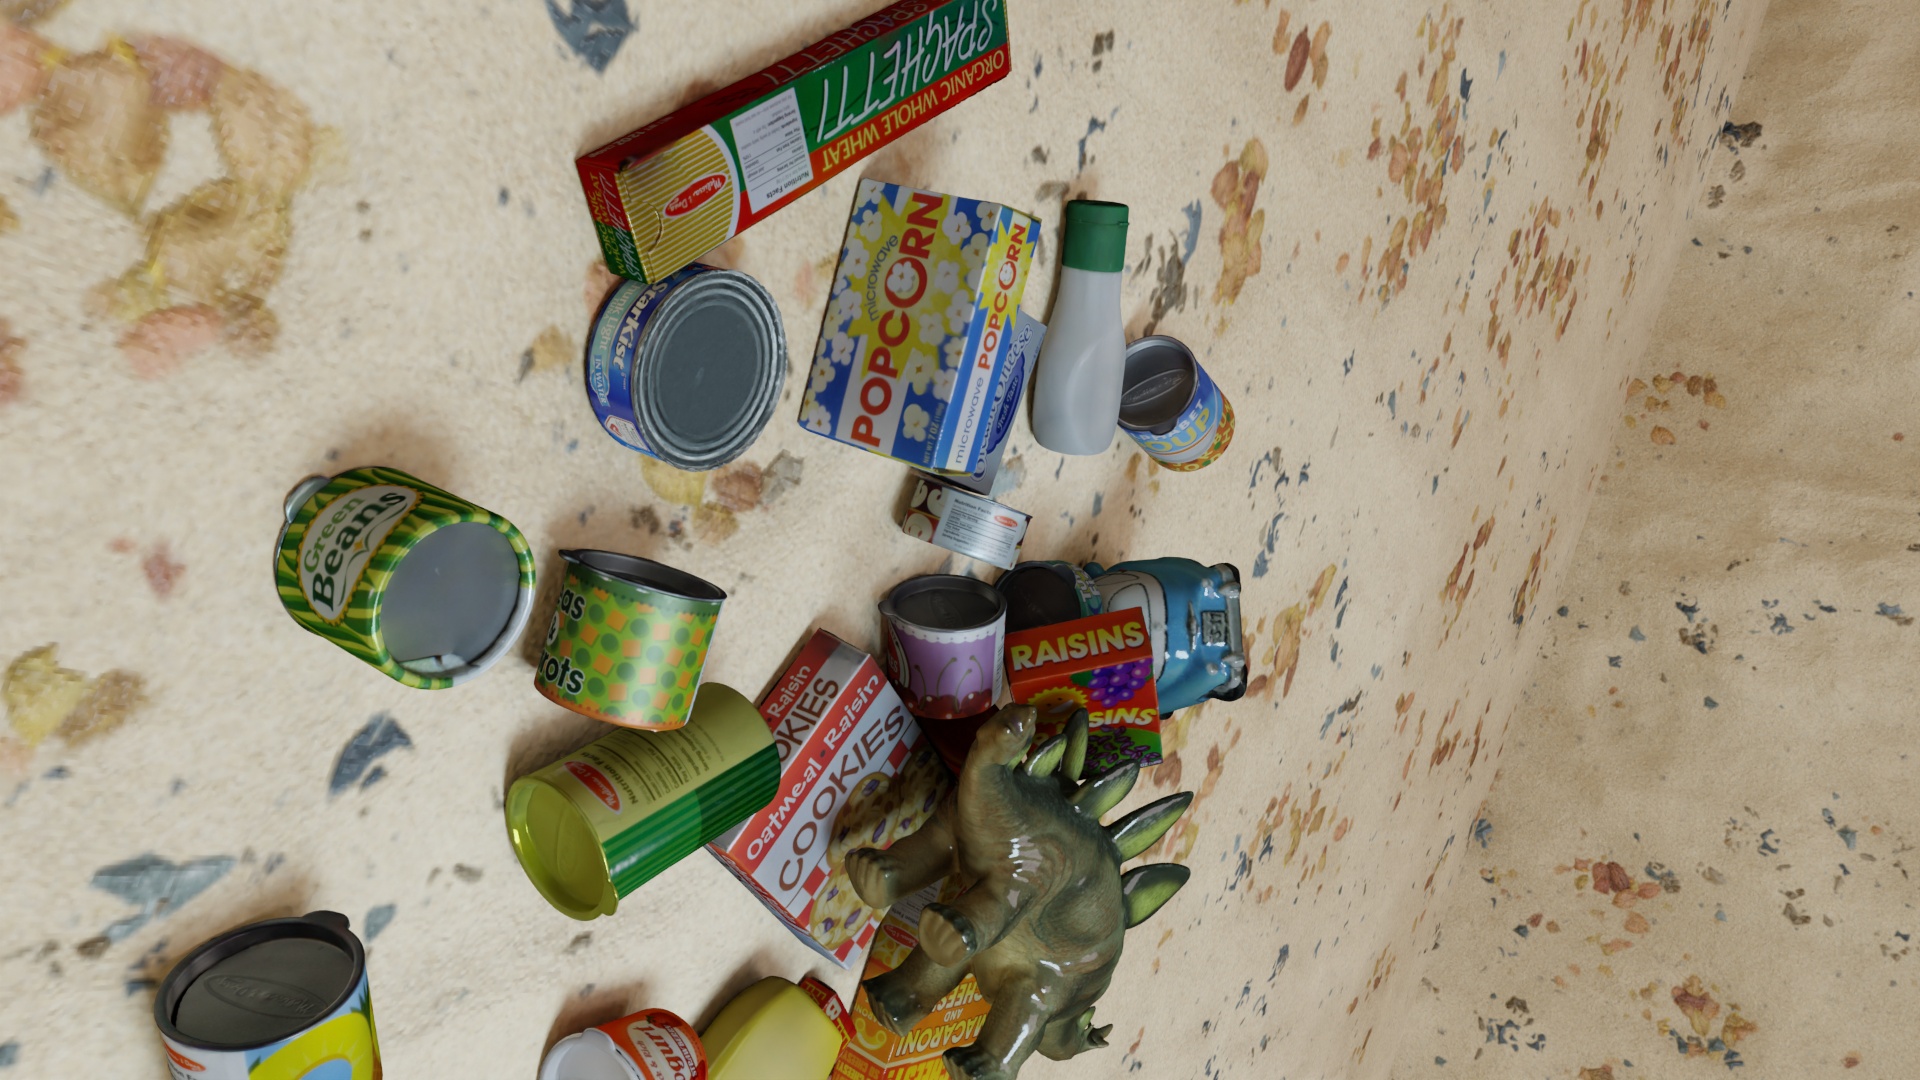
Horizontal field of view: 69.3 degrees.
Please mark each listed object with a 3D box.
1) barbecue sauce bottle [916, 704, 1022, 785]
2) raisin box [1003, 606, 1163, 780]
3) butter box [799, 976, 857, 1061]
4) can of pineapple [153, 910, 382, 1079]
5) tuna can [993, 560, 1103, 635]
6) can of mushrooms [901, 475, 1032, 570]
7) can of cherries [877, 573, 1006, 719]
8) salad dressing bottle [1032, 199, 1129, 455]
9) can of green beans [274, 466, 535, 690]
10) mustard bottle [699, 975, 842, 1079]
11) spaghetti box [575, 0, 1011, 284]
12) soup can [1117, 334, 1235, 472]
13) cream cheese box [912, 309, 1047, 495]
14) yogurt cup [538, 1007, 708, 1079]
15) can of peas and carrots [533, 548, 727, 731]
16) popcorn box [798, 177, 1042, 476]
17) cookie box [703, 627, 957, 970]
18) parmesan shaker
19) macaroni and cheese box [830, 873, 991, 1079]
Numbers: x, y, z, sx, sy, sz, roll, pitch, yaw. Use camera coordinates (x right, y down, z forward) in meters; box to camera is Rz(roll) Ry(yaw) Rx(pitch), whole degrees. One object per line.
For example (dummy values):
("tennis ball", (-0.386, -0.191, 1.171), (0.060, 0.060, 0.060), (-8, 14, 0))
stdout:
("barbecue sauce bottle", (0.016, 0.144, 0.864), (0.044, 0.065, 0.148), (-41, 149, -13))
("raisin box", (0.075, 0.096, 0.836), (0.122, 0.086, 0.040), (75, 4, -51))
("butter box", (-0.104, 0.309, 0.802), (0.104, 0.024, 0.053), (-49, 142, -30))
("can of pineapple", (-0.241, 0.177, 0.493), (0.071, 0.071, 0.057), (-26, 128, -48))
("tuna can", (0.054, 0.043, 0.860), (0.033, 0.071, 0.071), (0, 106, -57))
("can of mushrooms", (0.003, -0.010, 0.762), (0.071, 0.071, 0.033), (17, 92, -57))
("can of cherries", (-0.011, 0.059, 0.777), (0.072, 0.071, 0.058), (-28, 130, -47))
("salad dressing bottle", (0.074, -0.126, 0.827), (0.064, 0.044, 0.147), (-18, 119, -49))
("can of green beans", (-0.193, 0.013, 0.487), (0.071, 0.058, 0.071), (-31, 130, -45))
("mustard bottle", (-0.134, 0.306, 0.728), (0.161, 0.048, 0.065), (-44, 107, -29))
("spaghetti box", (-0.060, -0.188, 0.608), (0.251, 0.029, 0.050), (-42, 138, -37))
("soup can", (0.139, -0.086, 0.917), (0.083, 0.071, 0.071), (33, 78, -57))
("cream cheese box", (0.011, -0.081, 0.773), (0.053, 0.024, 0.103), (20, 89, -56))
("yogurt cup", (-0.158, 0.259, 0.663), (0.054, 0.072, 0.072), (-9, 114, -63))
("can of peas and carrots", (-0.139, 0.040, 0.576), (0.071, 0.071, 0.058), (11, 97, -57))
("popcorn box", (-0.020, -0.101, 0.659), (0.038, 0.085, 0.126), (6, 102, -56))
("cookie box", (-0.070, 0.144, 0.755), (0.123, 0.040, 0.166), (-55, 145, -22))
("parmesan shaker", (-0.135, 0.114, 0.613), (0.103, 0.071, 0.071), (-27, 127, -48))
("macaroni and cheese box", (-0.011, 0.275, 0.908), (0.124, 0.040, 0.166), (18, 90, -57))
